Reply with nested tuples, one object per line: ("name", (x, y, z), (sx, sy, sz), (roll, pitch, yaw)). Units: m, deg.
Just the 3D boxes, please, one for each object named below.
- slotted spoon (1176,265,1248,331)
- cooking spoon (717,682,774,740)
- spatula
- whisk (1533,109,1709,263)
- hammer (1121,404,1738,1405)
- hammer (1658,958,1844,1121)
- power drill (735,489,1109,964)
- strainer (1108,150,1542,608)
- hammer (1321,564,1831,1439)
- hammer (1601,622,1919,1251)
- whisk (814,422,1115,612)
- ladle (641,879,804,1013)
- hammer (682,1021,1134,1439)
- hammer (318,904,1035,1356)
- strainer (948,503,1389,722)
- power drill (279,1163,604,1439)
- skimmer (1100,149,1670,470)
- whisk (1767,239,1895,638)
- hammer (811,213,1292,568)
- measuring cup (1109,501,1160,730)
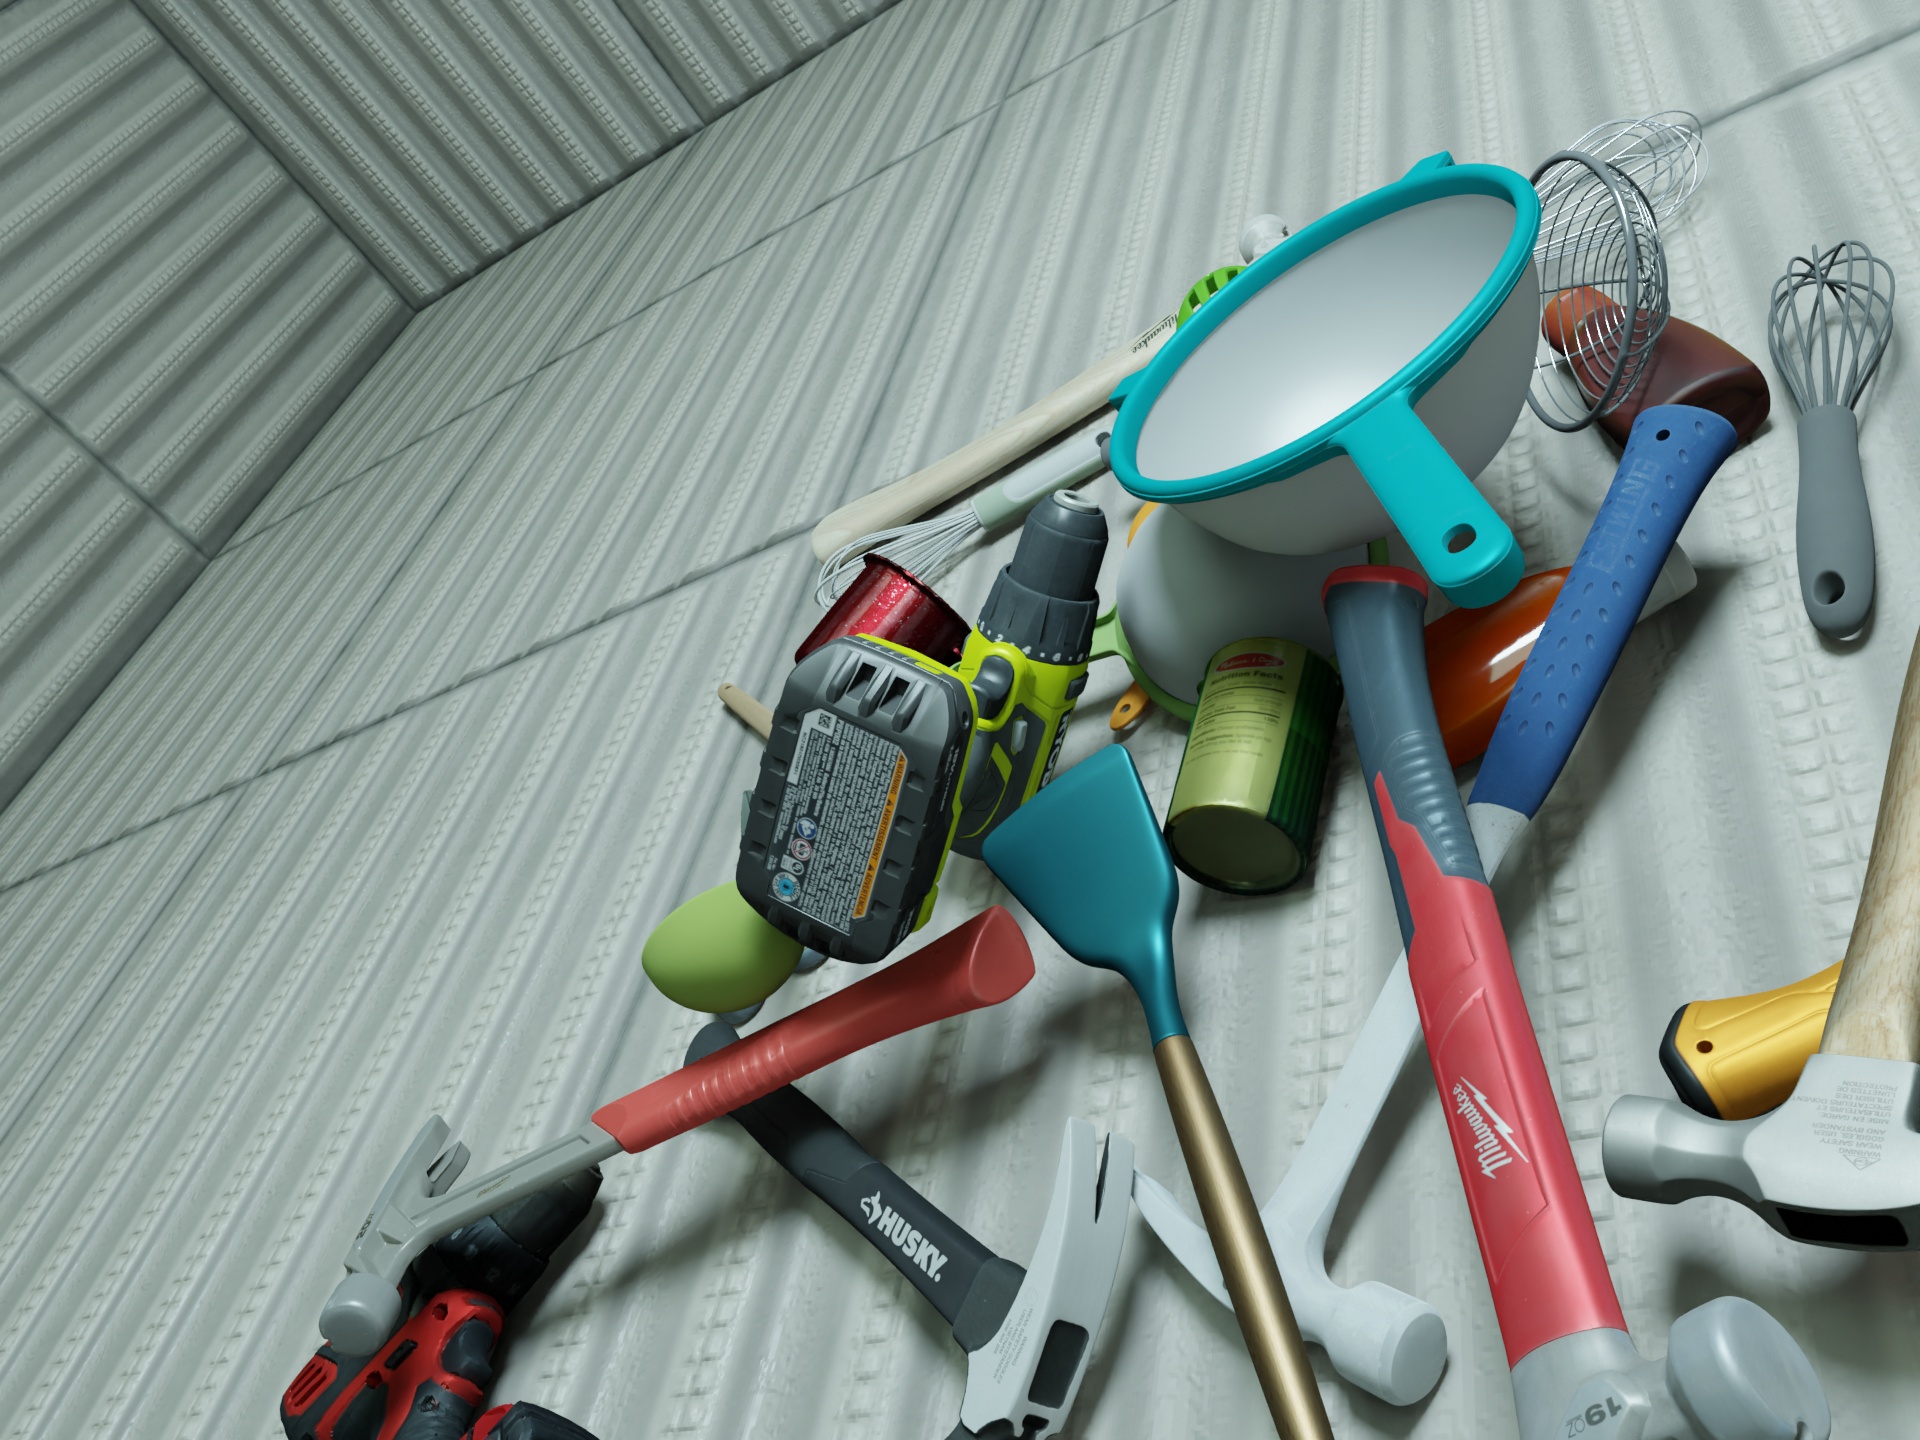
("slotted spoon", (0.182, -0.190, 0.953), (0.070, 0.031, 0.314), (-28, 42, 18))
("cooking spoon", (-0.099, 0.022, 1.024), (0.069, 0.017, 0.319), (-34, 29, -14))
("spatula", (0.077, 0.137, 0.584), (0.082, 0.044, 0.318), (-38, 35, 17))
("whisk", (0.289, -0.261, 0.906), (0.284, 0.070, 0.070), (-28, 32, 9))
("hammer", (0.198, 0.044, 0.615), (0.144, 0.035, 0.405), (10, 63, 53))
("hammer", (0.375, 0.040, 0.476), (0.337, 0.034, 0.127), (-32, 30, 13))
("power drill", (-0.001, -0.002, 0.732), (0.080, 0.190, 0.228), (24, 24, 17))
("strainer", (0.181, -0.110, 0.661), (0.211, 0.095, 0.341), (-34, 28, 17))
("hammer", (0.157, 0.081, 0.546), (0.143, 0.038, 0.387), (-46, 26, 33))
("hammer", (0.316, 0.017, 0.508), (0.130, 0.031, 0.331), (-4, 44, 47))
("whisk", (0.006, -0.138, 1.094), (0.246, 0.059, 0.058), (-28, 71, 11))
("ladle", (-0.108, 0.075, 0.839), (0.078, 0.062, 0.320), (-35, 10, 5))
("hammer", (-0.047, 0.198, 0.703), (0.335, 0.035, 0.146), (17, 79, 58))
("hammer", (-0.129, 0.172, 0.738), (0.359, 0.036, 0.149), (-28, 18, 13))
("strainer", (0.089, -0.062, 0.826), (0.256, 0.069, 0.152), (-18, 62, 27))
("power drill", (-0.218, 0.307, 0.732), (0.188, 0.080, 0.227), (-46, 28, -12))
("skimmer", (0.195, -0.184, 0.837), (0.363, 0.090, 0.127), (-9, 87, 46))
("whisk", (0.377, -0.127, 0.685), (0.055, 0.055, 0.239), (-12, 44, 38))
("hammer", (0.066, -0.215, 1.139), (0.410, 0.038, 0.146), (-29, 34, 18))
("measuring cup", (0.116, -0.073, 0.881), (0.095, 0.052, 0.174), (2, 48, 48))
